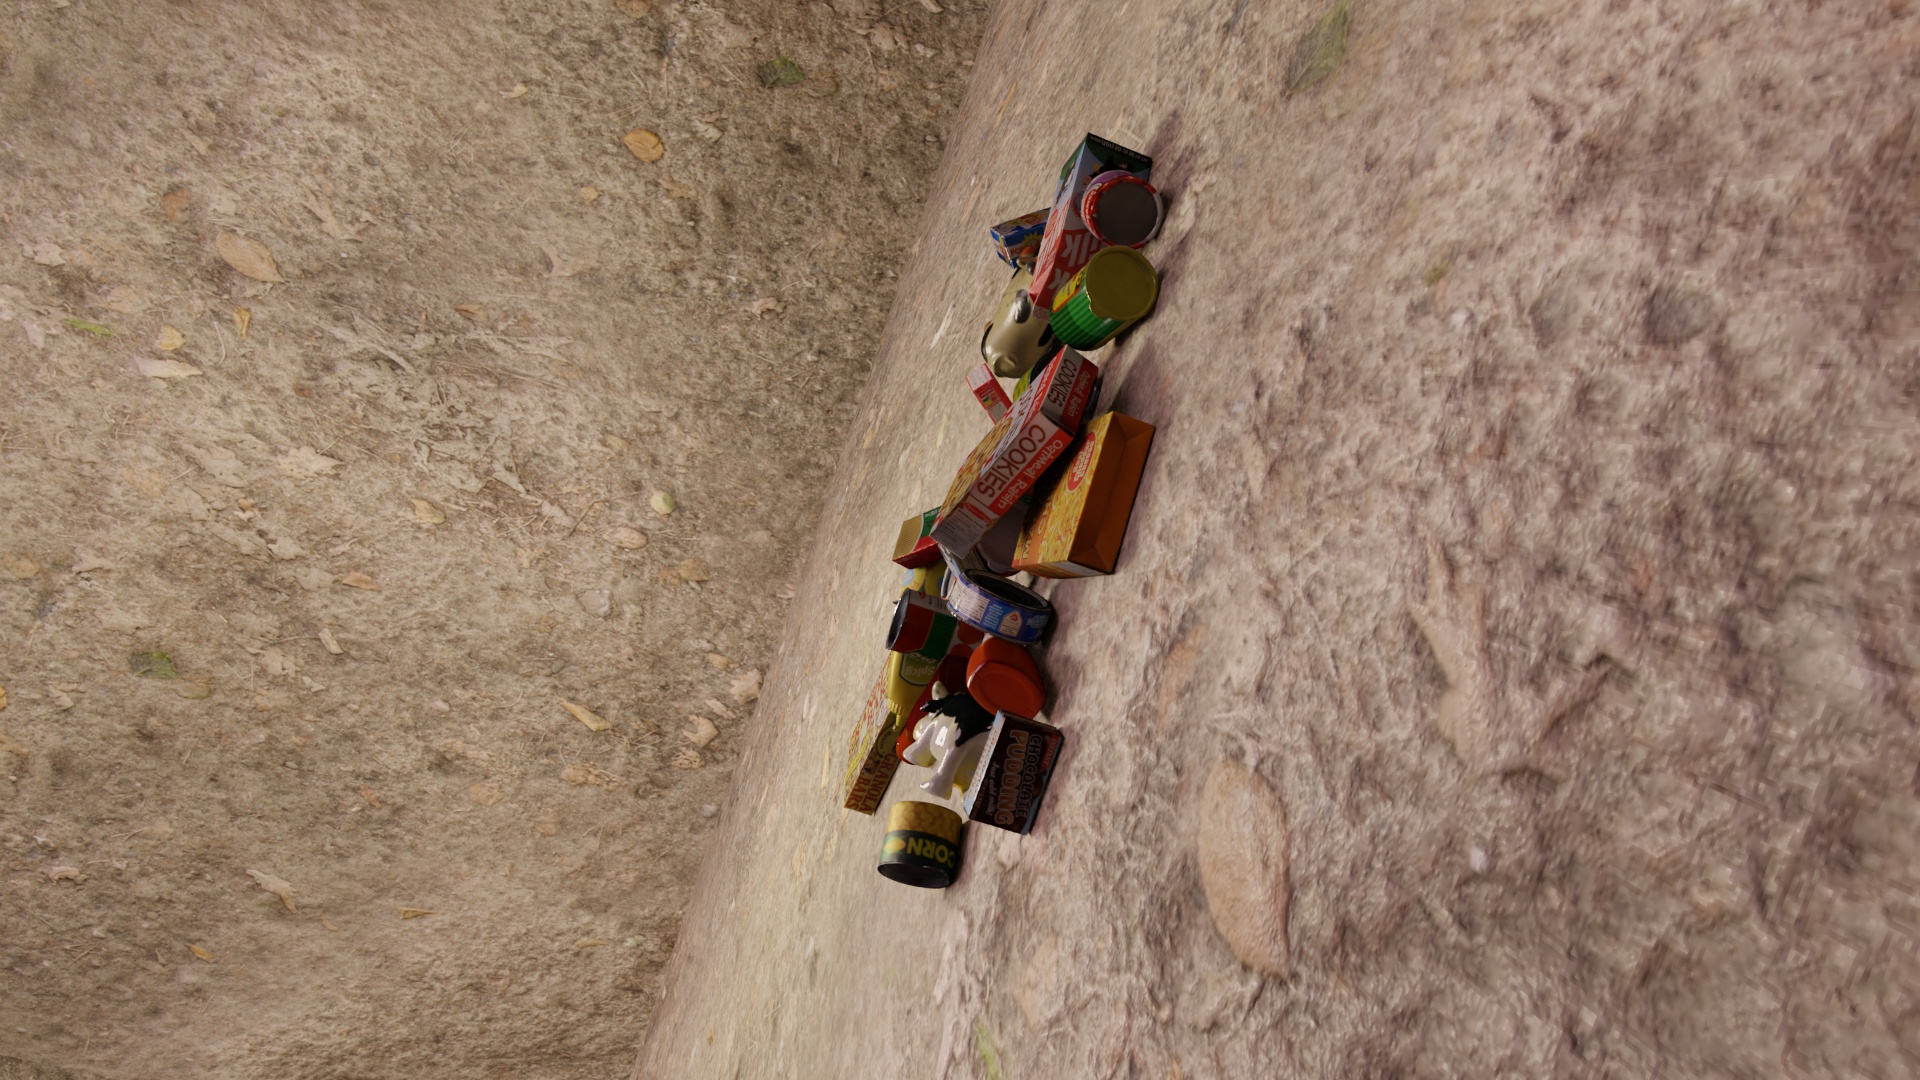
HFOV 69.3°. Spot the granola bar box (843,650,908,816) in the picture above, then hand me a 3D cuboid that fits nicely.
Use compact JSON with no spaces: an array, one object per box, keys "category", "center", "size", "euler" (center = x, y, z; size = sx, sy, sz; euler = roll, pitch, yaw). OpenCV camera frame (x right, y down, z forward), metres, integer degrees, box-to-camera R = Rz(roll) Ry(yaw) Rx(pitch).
[{"category":"granola bar box","center":[-0.090,0.220,1.626],"size":[0.125,0.039,0.164],"euler":[-89,21,-57]}]

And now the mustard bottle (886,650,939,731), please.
[{"category":"mustard bottle","center":[-0.047,0.140,1.499],"size":[0.049,0.065,0.159],"euler":[-98,23,-71]}]

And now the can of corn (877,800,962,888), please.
[{"category":"can of corn","center":[-0.034,0.267,1.220],"size":[0.071,0.071,0.058],"euler":[127,158,-58]}]

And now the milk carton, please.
[{"category":"milk carton","center":[0.121,-0.286,1.338],"size":[0.073,0.072,0.191],"euler":[139,147,-68]}]

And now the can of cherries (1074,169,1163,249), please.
[{"category":"can of cherries","center":[0.143,-0.298,1.256],"size":[0.058,0.071,0.071],"euler":[-105,35,-69]}]

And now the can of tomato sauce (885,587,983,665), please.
[{"category":"can of tomato sauce","center":[-0.026,0.093,1.407],"size":[0.071,0.083,0.071],"euler":[-160,88,-79]}]

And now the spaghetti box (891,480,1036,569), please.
[{"category":"spaghetti box","center":[0.005,-0.018,1.423],"size":[0.249,0.028,0.050],"euler":[-20,49,56]}]

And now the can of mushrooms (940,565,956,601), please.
[{"category":"can of mushrooms","center":[0.006,0.038,1.472],"size":[0.071,0.033,0.071],"euler":[-159,88,-79]}]

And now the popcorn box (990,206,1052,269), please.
[{"category":"popcorn box","center":[0.085,-0.341,1.555],"size":[0.127,0.085,0.038],"euler":[-109,1,-72]}]

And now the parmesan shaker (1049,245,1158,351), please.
[{"category":"parmesan shaker","center":[0.122,-0.209,1.219],"size":[0.103,0.071,0.071],"euler":[151,136,-73]}]

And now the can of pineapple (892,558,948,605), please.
[{"category":"can of pineapple","center":[-0.033,0.052,1.540],"size":[0.071,0.071,0.058],"euler":[143,144,-70]}]

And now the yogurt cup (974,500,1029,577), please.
[{"category":"yogurt cup","center":[0.042,0.002,1.286],"size":[0.053,0.072,0.072],"euler":[117,168,-71]}]

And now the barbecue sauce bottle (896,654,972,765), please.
[{"category":"barbecue sauce bottle","center":[-0.026,0.175,1.383],"size":[0.147,0.044,0.065],"euler":[121,163,-49]}]

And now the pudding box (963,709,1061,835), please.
[{"category":"pudding box","center":[0.040,0.177,1.056],"size":[0.030,0.050,0.083],"euler":[-133,62,-79]}]

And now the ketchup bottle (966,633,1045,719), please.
[{"category":"ketchup bottle","center":[0.037,0.106,1.160],"size":[0.043,0.065,0.149],"euler":[-55,5,9]}]

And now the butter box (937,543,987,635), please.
[{"category":"butter box","center":[0.016,0.044,1.275],"size":[0.024,0.103,0.053],"euler":[-29,9,-8]}]

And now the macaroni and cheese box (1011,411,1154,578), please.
[{"category":"macaroni and cheese box","center":[0.096,-0.033,1.139],"size":[0.166,0.040,0.124],"euler":[167,122,-76]}]

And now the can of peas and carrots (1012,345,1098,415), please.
[{"category":"can of peas and carrots","center":[0.086,-0.137,1.279],"size":[0.058,0.071,0.071],"euler":[145,142,-72]}]

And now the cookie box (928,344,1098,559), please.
[{"category":"cookie box","center":[0.047,-0.076,1.197],"size":[0.166,0.040,0.123],"euler":[-47,12,35]}]
